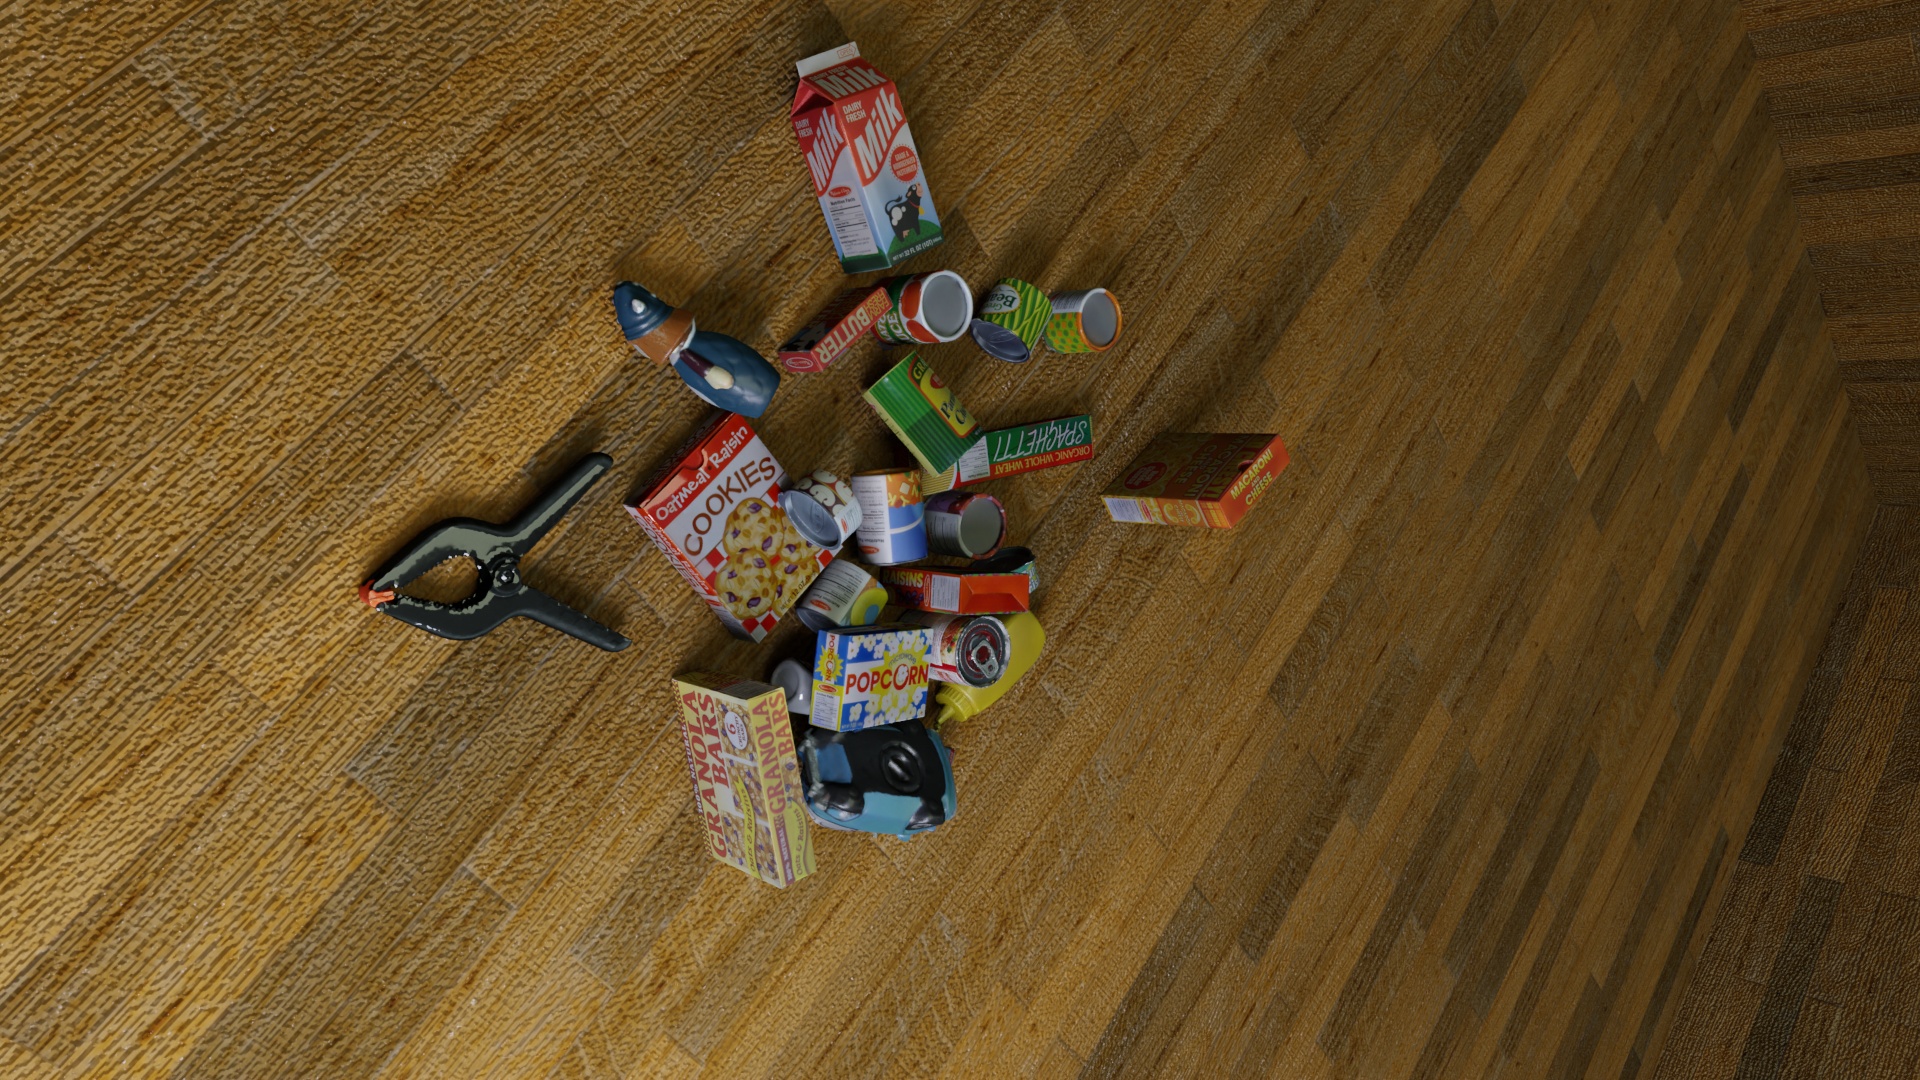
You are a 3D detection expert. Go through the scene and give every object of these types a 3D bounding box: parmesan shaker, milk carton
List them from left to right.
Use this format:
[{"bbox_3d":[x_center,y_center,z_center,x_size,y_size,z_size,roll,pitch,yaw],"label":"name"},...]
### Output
[{"bbox_3d":[-0.089,-0.344,1.247,0.073,0.073,0.190,-33,113,-34],"label":"milk carton"},{"bbox_3d":[-0.033,-0.118,1.296,0.103,0.071,0.071,49,61,-6],"label":"parmesan shaker"}]

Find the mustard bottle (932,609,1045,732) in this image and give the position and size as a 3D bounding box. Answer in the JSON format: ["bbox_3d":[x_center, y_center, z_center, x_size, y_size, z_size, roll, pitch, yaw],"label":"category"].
[{"bbox_3d":[0.019,0.133,1.392,0.161,0.049,0.065,-46,120,-28],"label":"mustard bottle"}]

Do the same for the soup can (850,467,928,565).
[{"bbox_3d":[-0.064,-0.024,1.298,0.071,0.071,0.083,-11,101,-39],"label":"soup can"}]

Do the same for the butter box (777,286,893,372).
[{"bbox_3d":[-0.112,-0.191,1.252,0.104,0.053,0.024,-47,123,-28],"label":"butter box"}]

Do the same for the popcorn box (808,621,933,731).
[{"bbox_3d":[-0.078,0.119,1.232,0.127,0.038,0.085,0,97,-56],"label":"popcorn box"}]

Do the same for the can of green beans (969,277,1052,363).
[{"bbox_3d":[0.051,-0.219,1.381,0.071,0.071,0.058,41,67,-35],"label":"can of green beans"}]

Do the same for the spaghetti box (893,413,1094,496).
[{"bbox_3d":[0.039,-0.088,1.406,0.251,0.028,0.050,-14,102,-39],"label":"spaghetti box"}]

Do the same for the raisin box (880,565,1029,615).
[{"bbox_3d":[-0.007,0.046,1.314,0.086,0.123,0.040,-1,94,-40],"label":"raisin box"}]

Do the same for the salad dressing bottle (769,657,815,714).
[{"bbox_3d":[-0.108,0.141,1.280,0.147,0.064,0.044,18,101,-48],"label":"salad dressing bottle"}]

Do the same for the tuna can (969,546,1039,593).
[{"bbox_3d":[0.047,0.035,1.394,0.071,0.071,0.032,-33,116,-34],"label":"tuna can"}]

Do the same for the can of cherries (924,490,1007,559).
[{"bbox_3d":[0.005,-0.017,1.362,0.072,0.058,0.071,-4,96,-40],"label":"can of cherries"}]

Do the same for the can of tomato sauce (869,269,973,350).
[{"bbox_3d":[-0.040,-0.214,1.293,0.071,0.083,0.071,-3,95,-40],"label":"can of tomato sauce"}]

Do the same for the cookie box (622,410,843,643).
[{"bbox_3d":[-0.193,-0.012,1.205,0.123,0.040,0.167,-51,122,-26],"label":"cookie box"}]

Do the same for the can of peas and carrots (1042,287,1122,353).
[{"bbox_3d":[0.128,-0.227,1.451,0.071,0.058,0.071,-4,96,-40],"label":"can of peas and carrots"}]

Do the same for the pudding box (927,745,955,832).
[{"bbox_3d":[-0.039,0.237,1.349,0.030,0.049,0.084,22,80,-38],"label":"pudding box"}]

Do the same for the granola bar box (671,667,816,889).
[{"bbox_3d":[-0.183,0.197,1.174,0.039,0.124,0.165,-18,105,-39],"label":"granola bar box"}]

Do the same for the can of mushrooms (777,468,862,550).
[{"bbox_3d":[-0.121,-0.028,1.198,0.033,0.071,0.071,-46,121,-30],"label":"can of mushrooms"}]

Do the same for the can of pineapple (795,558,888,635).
[{"bbox_3d":[-0.107,0.059,1.268,0.071,0.071,0.058,47,64,-33],"label":"can of pineapple"}]

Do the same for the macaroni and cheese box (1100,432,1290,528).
[{"bbox_3d":[0.251,-0.067,1.498,0.124,0.166,0.040,-44,119,-29],"label":"macaroni and cheese box"}]
